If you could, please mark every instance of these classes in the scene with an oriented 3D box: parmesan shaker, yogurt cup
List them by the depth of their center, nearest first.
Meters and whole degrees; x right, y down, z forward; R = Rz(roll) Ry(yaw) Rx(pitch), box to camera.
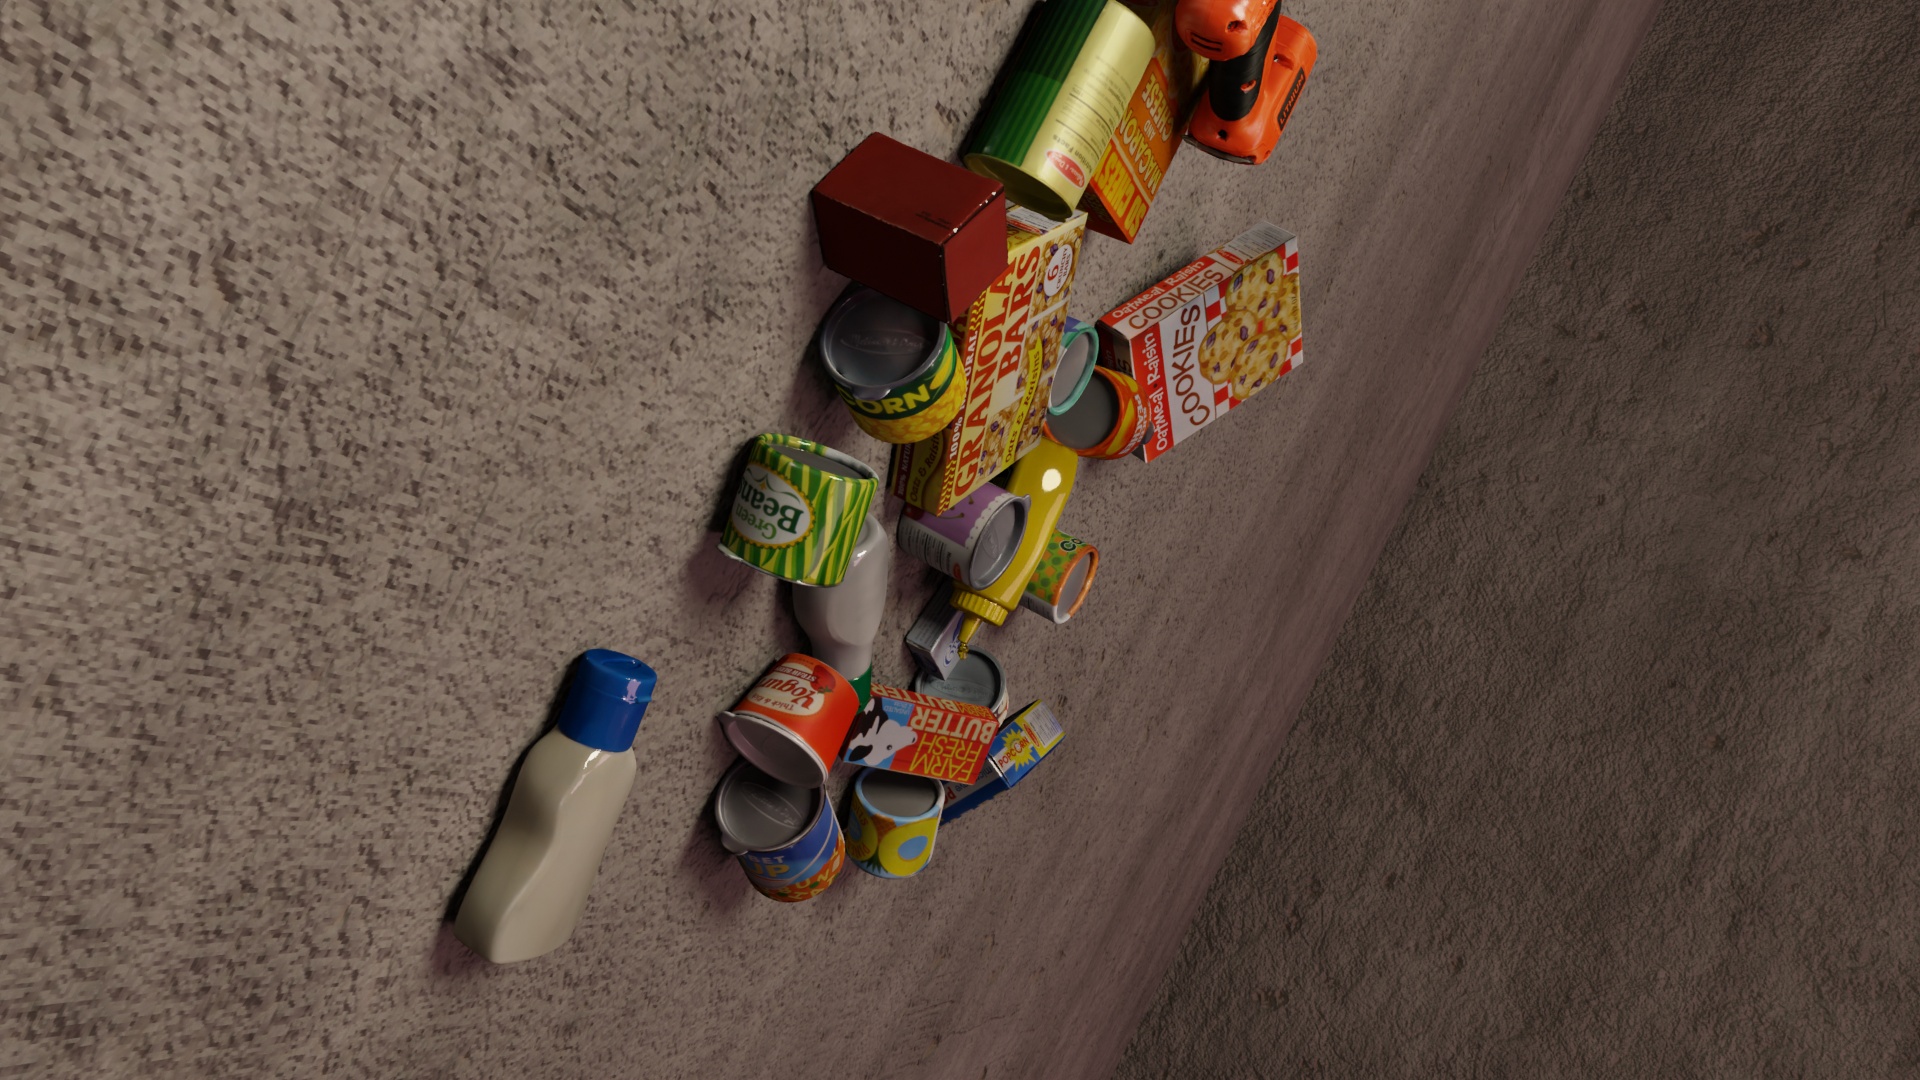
[{"bbox_3d":[0.055,-0.235,0.753,0.103,0.071,0.071,-63,157,-2],"label":"parmesan shaker"},{"bbox_3d":[-0.095,0.102,0.804,0.054,0.072,0.072,-58,158,-33],"label":"yogurt cup"}]

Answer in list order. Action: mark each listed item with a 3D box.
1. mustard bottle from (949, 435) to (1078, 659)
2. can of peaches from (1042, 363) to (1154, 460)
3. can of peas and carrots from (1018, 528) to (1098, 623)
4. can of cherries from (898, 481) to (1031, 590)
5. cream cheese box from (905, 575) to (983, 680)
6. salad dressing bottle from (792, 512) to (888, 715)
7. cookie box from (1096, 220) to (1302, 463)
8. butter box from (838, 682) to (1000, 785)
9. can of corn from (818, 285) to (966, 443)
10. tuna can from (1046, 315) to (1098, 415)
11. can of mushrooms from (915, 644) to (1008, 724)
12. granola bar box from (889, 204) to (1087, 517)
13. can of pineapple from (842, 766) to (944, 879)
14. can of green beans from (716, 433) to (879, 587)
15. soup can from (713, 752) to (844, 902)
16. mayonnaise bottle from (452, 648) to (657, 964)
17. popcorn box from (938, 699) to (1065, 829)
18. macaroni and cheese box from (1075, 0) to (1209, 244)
[{"bbox_3d":[0.029,0.006,0.948,0.160,0.049,0.065,-66,-170,-8],"label":"mustard bottle"},{"bbox_3d":[0.098,-0.091,0.991,0.058,0.071,0.071,1,114,-64],"label":"can of peaches"},{"bbox_3d":[0.066,0.020,1.058,0.071,0.059,0.070,-47,153,-33],"label":"can of peas and carrots"},{"bbox_3d":[0.003,-0.011,0.894,0.072,0.058,0.071,-45,150,-35],"label":"can of cherries"},{"bbox_3d":[0.002,0.045,0.995,0.104,0.024,0.053,-56,155,-18],"label":"cream cheese box"},{"bbox_3d":[-0.070,0.046,0.820,0.064,0.044,0.146,-46,153,-39],"label":"salad dressing bottle"},{"bbox_3d":[0.187,-0.152,1.067,0.168,0.040,0.122,-33,136,-18],"label":"cookie box"},{"bbox_3d":[-0.029,0.133,0.950,0.103,0.024,0.053,15,104,-26],"label":"butter box"},{"bbox_3d":[-0.034,-0.089,0.718,0.071,0.071,0.058,-56,157,-15],"label":"can of corn"},{"bbox_3d":[0.064,-0.120,0.938,0.071,0.033,0.070,-46,152,-34],"label":"tuna can"},{"bbox_3d":[0.001,0.114,1.010,0.071,0.071,0.033,-52,156,-24],"label":"can of mushrooms"},{"bbox_3d":[0.016,-0.112,0.836,0.125,0.039,0.164,-37,146,-47],"label":"granola bar box"},{"bbox_3d":[-0.049,0.200,1.000,0.071,0.071,0.057,-33,142,-50],"label":"can of pineapple"},{"bbox_3d":[-0.081,-0.016,0.701,0.071,0.071,0.057,-6,120,-63],"label":"can of green beans"},{"bbox_3d":[-0.110,0.177,0.845,0.071,0.071,0.083,-51,154,-27],"label":"soup can"},{"bbox_3d":[-0.188,0.125,0.660,0.148,0.041,0.065,-67,158,6],"label":"mayonnaise bottle"},{"bbox_3d":[0.011,0.177,1.059,0.126,0.038,0.085,-38,177,39],"label":"popcorn box"},{"bbox_3d":[0.111,-0.283,0.854,0.166,0.040,0.123,-64,158,0],"label":"macaroni and cheese box"}]
